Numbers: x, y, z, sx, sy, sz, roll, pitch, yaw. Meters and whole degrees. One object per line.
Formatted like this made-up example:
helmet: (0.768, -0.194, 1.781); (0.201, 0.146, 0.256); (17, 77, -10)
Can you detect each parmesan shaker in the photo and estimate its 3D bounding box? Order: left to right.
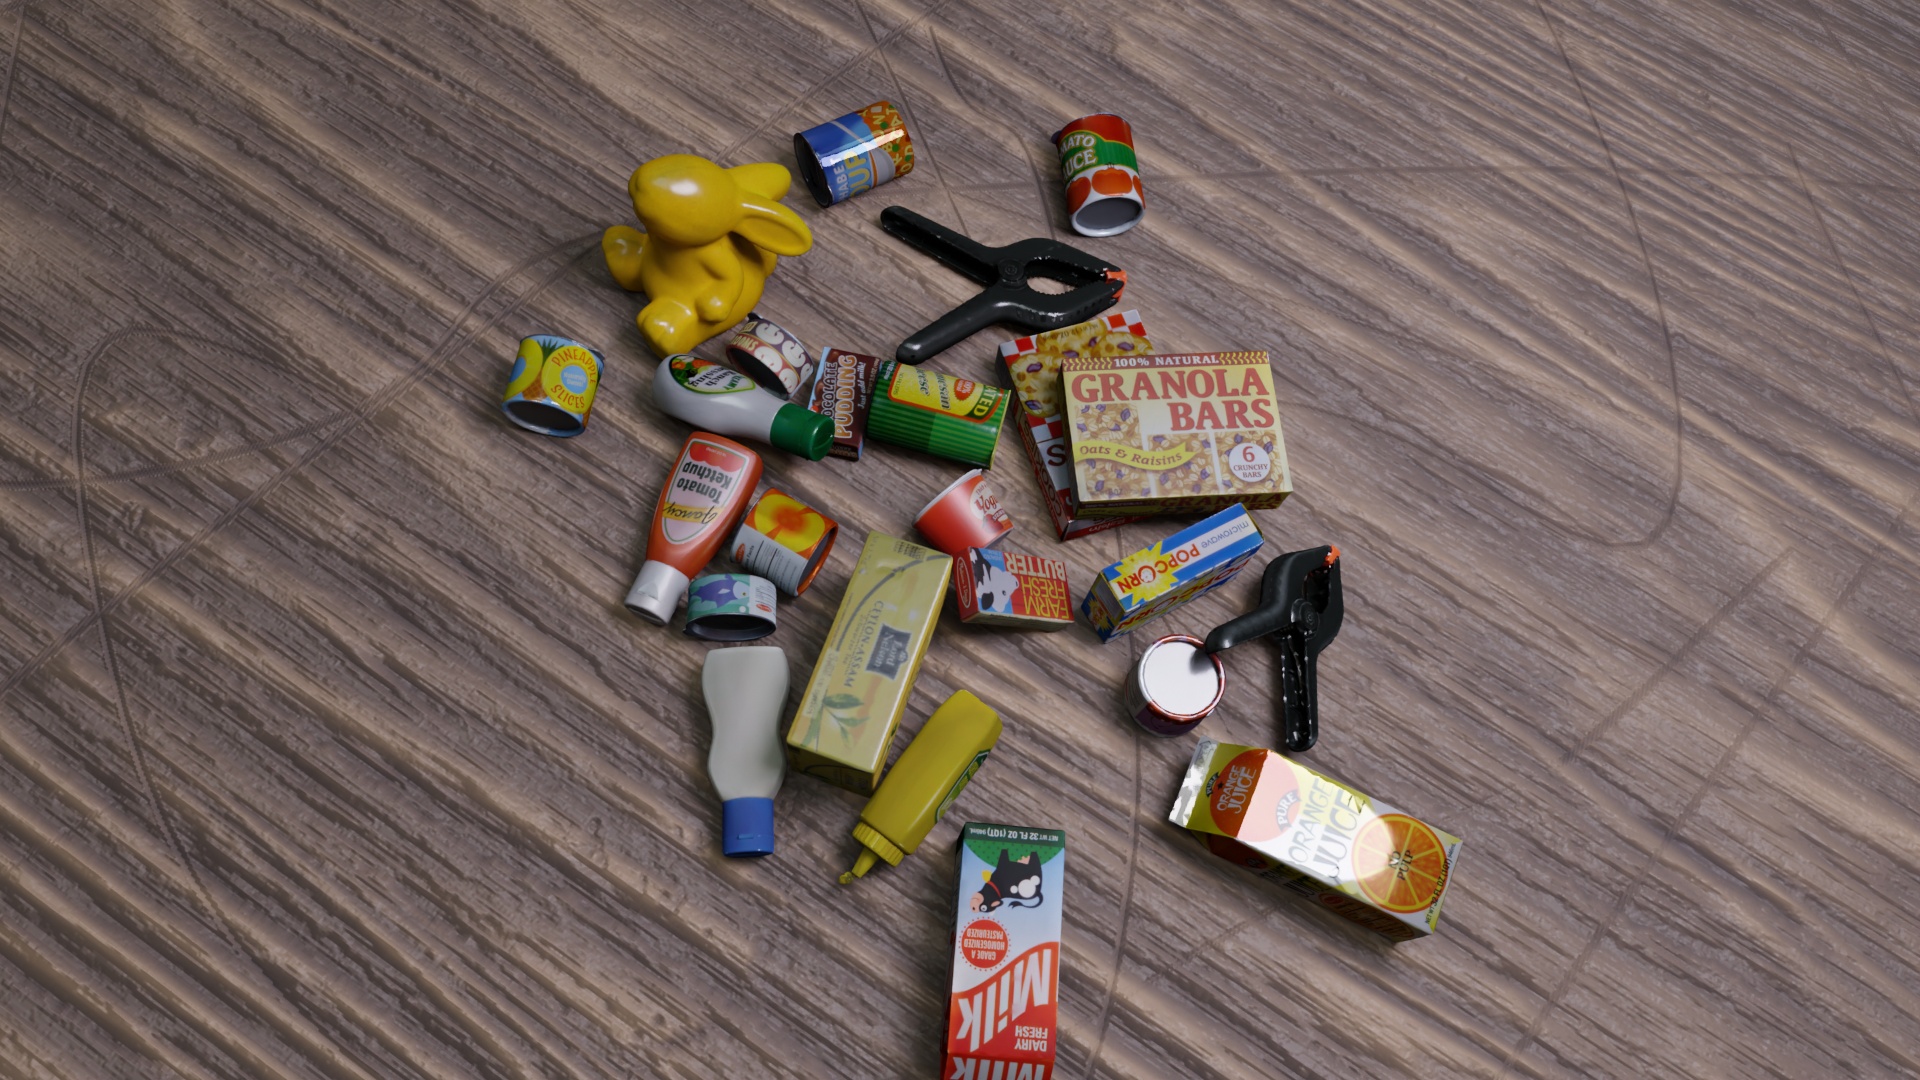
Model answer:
parmesan shaker: (-0.018, -0.098, 1.098); (0.103, 0.071, 0.071); (14, 68, 1)

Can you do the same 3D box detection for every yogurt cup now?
yogurt cup: (0.004, -0.013, 1.072); (0.072, 0.072, 0.054); (-37, 84, -17)

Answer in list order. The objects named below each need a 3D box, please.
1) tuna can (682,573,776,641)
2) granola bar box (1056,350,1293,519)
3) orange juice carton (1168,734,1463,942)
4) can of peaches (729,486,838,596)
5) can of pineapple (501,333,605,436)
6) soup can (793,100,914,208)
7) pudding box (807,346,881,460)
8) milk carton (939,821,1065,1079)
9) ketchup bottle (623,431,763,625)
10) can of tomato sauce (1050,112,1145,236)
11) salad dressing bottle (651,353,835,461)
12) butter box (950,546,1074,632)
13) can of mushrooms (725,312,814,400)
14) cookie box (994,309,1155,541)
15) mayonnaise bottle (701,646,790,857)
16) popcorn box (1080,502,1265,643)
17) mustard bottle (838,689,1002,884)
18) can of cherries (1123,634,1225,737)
tuna can: (-0.172, 0.050, 1.030); (0.071, 0.070, 0.033); (0, 68, -5)
granola bar box: (0.164, -0.083, 1.080); (0.166, 0.039, 0.124); (-3, 69, -6)
orange juice carton: (0.249, 0.211, 0.998); (0.193, 0.072, 0.072); (25, 69, 6)
can of peaches: (-0.132, 0.000, 1.053); (0.058, 0.071, 0.071); (29, 69, 7)
can of pineapple: (-0.317, -0.120, 1.082); (0.071, 0.070, 0.058); (10, 69, -1)
soup can: (-0.089, -0.328, 1.185); (0.084, 0.071, 0.071); (-26, 73, -14)
pudding box: (-0.096, -0.110, 1.118); (0.050, 0.030, 0.084); (12, 68, 1)
milk carton: (0.028, 0.295, 0.945); (0.072, 0.073, 0.191); (6, 68, -3)
ketchup bottle: (-0.208, -0.008, 1.061); (0.065, 0.043, 0.149); (20, 69, 7)
can of tomato sauce: (0.119, -0.314, 1.197); (0.071, 0.071, 0.083); (-5, 70, -7)
salad dressing bottle: (-0.169, -0.102, 1.082); (0.148, 0.043, 0.064); (22, 32, 18)
butter box: (0.040, 0.037, 1.045); (0.103, 0.024, 0.053); (9, 63, -42)
can of mushrooms: (-0.154, -0.146, 1.106); (0.071, 0.070, 0.033); (34, 72, 8)
cookie box: (0.113, -0.094, 1.125); (0.123, 0.040, 0.168); (-15, 70, -11)
mayonnaise bottle: (-0.155, 0.152, 1.005); (0.065, 0.041, 0.148); (-2, 70, -4)
popcorn box: (0.161, 0.026, 1.057); (0.127, 0.085, 0.038); (-25, 74, -14)
mustard bottle: (-0.032, 0.182, 0.993); (0.049, 0.065, 0.160); (34, 75, 14)
can of cherries: (0.162, 0.109, 1.038); (0.071, 0.058, 0.072); (1, 69, -4)
